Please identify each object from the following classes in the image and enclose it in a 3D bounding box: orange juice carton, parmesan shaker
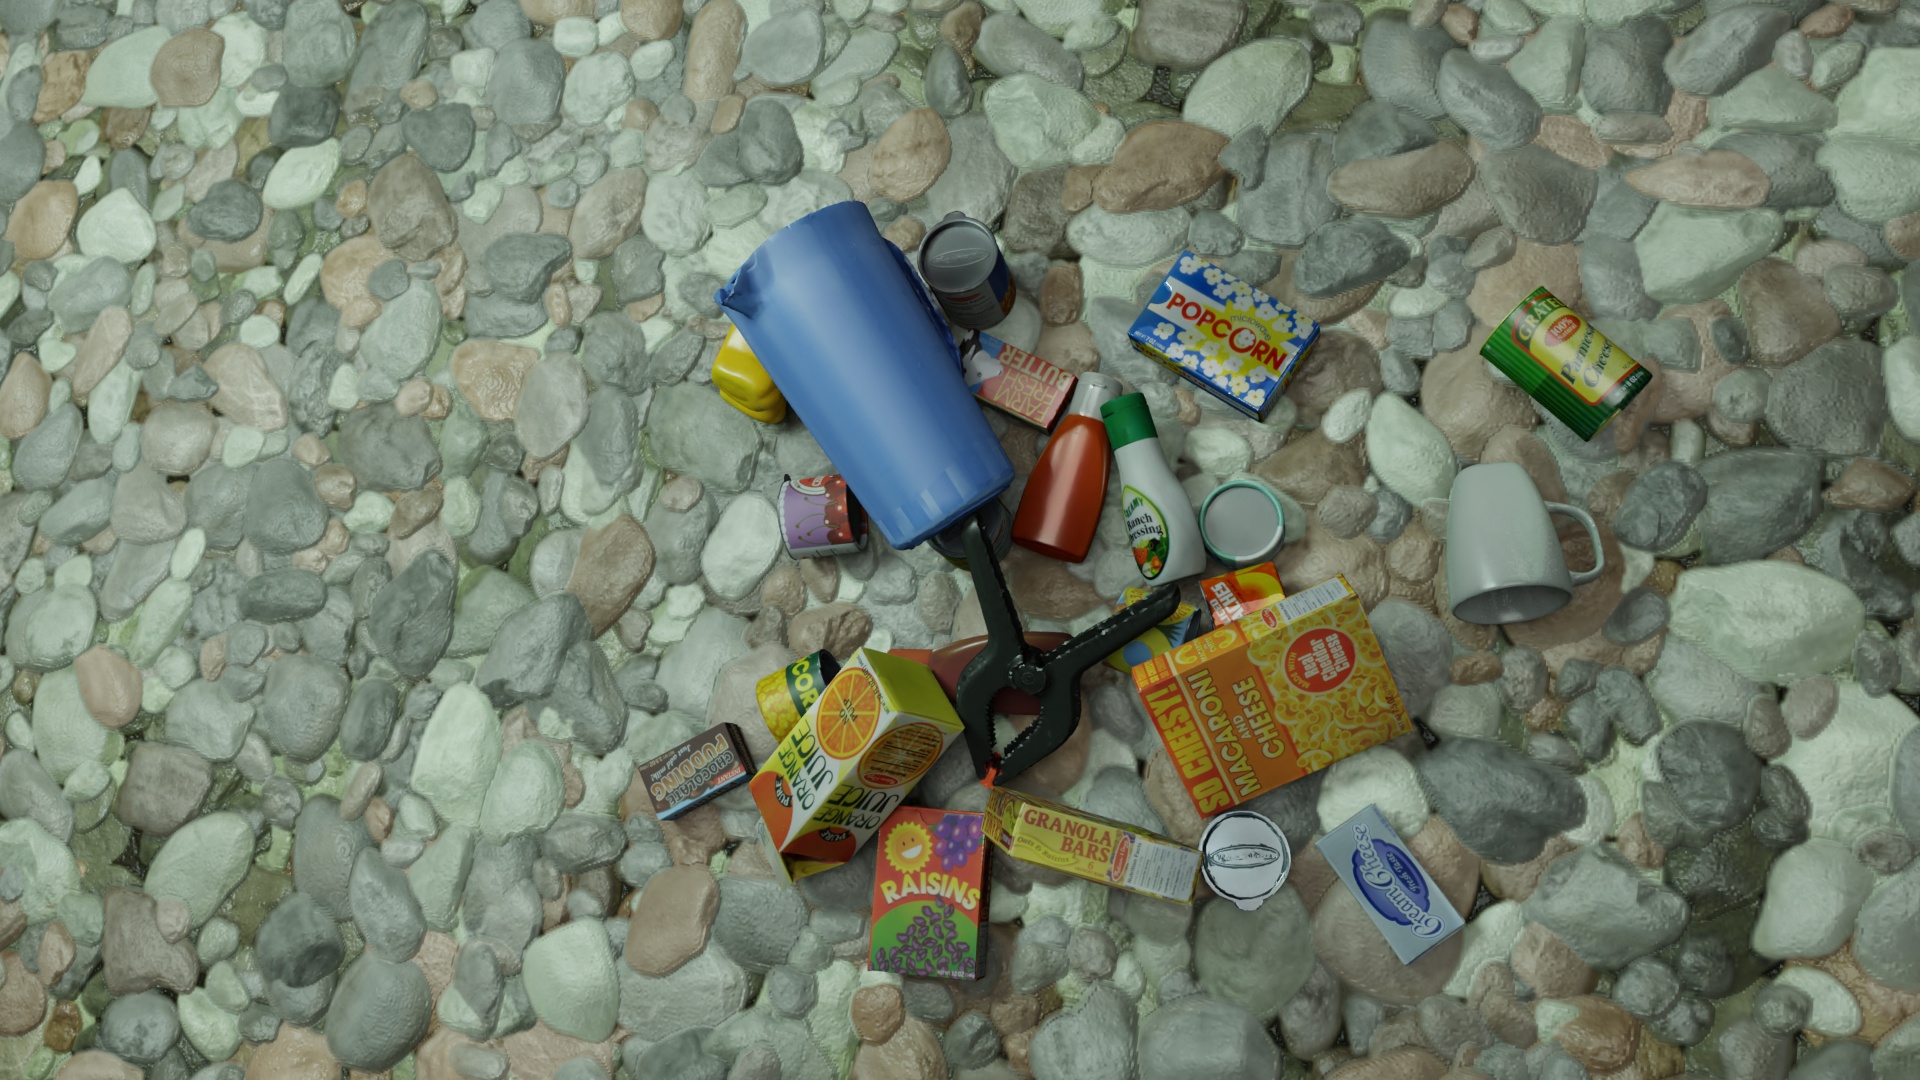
[{"bbox_3d":[-0.092,0.178,1.051,0.192,0.073,0.072,-51,46,17],"label":"orange juice carton"},{"bbox_3d":[0.450,-0.133,1.030,0.071,0.071,0.103,-44,72,0],"label":"parmesan shaker"}]

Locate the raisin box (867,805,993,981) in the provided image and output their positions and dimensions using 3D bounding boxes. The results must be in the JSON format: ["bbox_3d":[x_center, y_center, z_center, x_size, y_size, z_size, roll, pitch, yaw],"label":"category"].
[{"bbox_3d":[-0.022,0.267,1.057,0.086,0.040,0.123,1,77,14],"label":"raisin box"}]

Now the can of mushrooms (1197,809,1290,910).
[{"bbox_3d":[0.207,0.233,1.015,0.071,0.033,0.071,-3,76,12],"label":"can of mushrooms"}]

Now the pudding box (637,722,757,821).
[{"bbox_3d":[-0.213,0.188,1.125,0.083,0.030,0.050,-28,73,6],"label":"pudding box"}]

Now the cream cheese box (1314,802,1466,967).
[{"bbox_3d":[0.307,0.245,0.993,0.053,0.024,0.104,-36,72,3],"label":"cream cheese box"}]

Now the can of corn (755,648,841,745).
[{"bbox_3d":[-0.122,0.127,1.097,0.058,0.071,0.071,-26,73,7],"label":"can of corn"}]

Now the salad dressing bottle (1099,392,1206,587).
[{"bbox_3d":[0.146,-0.040,1.072,0.044,0.064,0.147,-13,82,-27],"label":"salad dressing bottle"}]

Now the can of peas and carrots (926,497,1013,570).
[{"bbox_3d":[0.004,-0.014,1.108,0.071,0.058,0.071,-3,76,13],"label":"can of peas and carrots"}]

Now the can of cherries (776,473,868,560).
[{"bbox_3d":[-0.112,-0.022,1.132,0.058,0.071,0.071,-7,76,11],"label":"can of cherries"}]

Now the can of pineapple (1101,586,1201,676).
[{"bbox_3d":[0.145,0.072,1.050,0.058,0.071,0.071,18,82,17],"label":"can of pineapple"}]

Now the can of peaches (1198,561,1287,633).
[{"bbox_3d":[0.215,0.053,1.037,0.058,0.071,0.071,-16,74,8],"label":"can of peaches"}]

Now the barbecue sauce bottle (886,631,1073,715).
[{"bbox_3d":[0.015,0.103,1.085,0.148,0.044,0.065,-1,91,14],"label":"barbecue sauce bottle"}]

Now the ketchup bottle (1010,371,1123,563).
[{"bbox_3d":[0.091,-0.060,1.106,0.065,0.043,0.149,18,81,7],"label":"ketchup bottle"}]

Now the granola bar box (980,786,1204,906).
[{"bbox_3d":[0.086,0.210,0.964,0.124,0.165,0.039,16,82,-3],"label":"granola bar box"}]

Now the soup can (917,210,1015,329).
[{"bbox_3d":[0.006,-0.221,1.144,0.071,0.083,0.071,-3,76,12],"label":"soup can"}]

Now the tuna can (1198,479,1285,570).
[{"bbox_3d":[0.216,-0.014,1.072,0.071,0.033,0.071,-3,77,12],"label":"tuna can"}]

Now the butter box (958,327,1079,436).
[{"bbox_3d":[0.041,-0.131,1.146,0.103,0.024,0.053,27,85,18],"label":"butter box"}]

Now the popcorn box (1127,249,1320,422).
[{"bbox_3d":[0.210,-0.163,1.107,0.127,0.038,0.085,34,87,18],"label":"popcorn box"}]

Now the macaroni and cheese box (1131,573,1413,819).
[{"bbox_3d":[0.224,0.114,1.004,0.166,0.040,0.123,-25,111,7],"label":"macaroni and cheese box"}]
